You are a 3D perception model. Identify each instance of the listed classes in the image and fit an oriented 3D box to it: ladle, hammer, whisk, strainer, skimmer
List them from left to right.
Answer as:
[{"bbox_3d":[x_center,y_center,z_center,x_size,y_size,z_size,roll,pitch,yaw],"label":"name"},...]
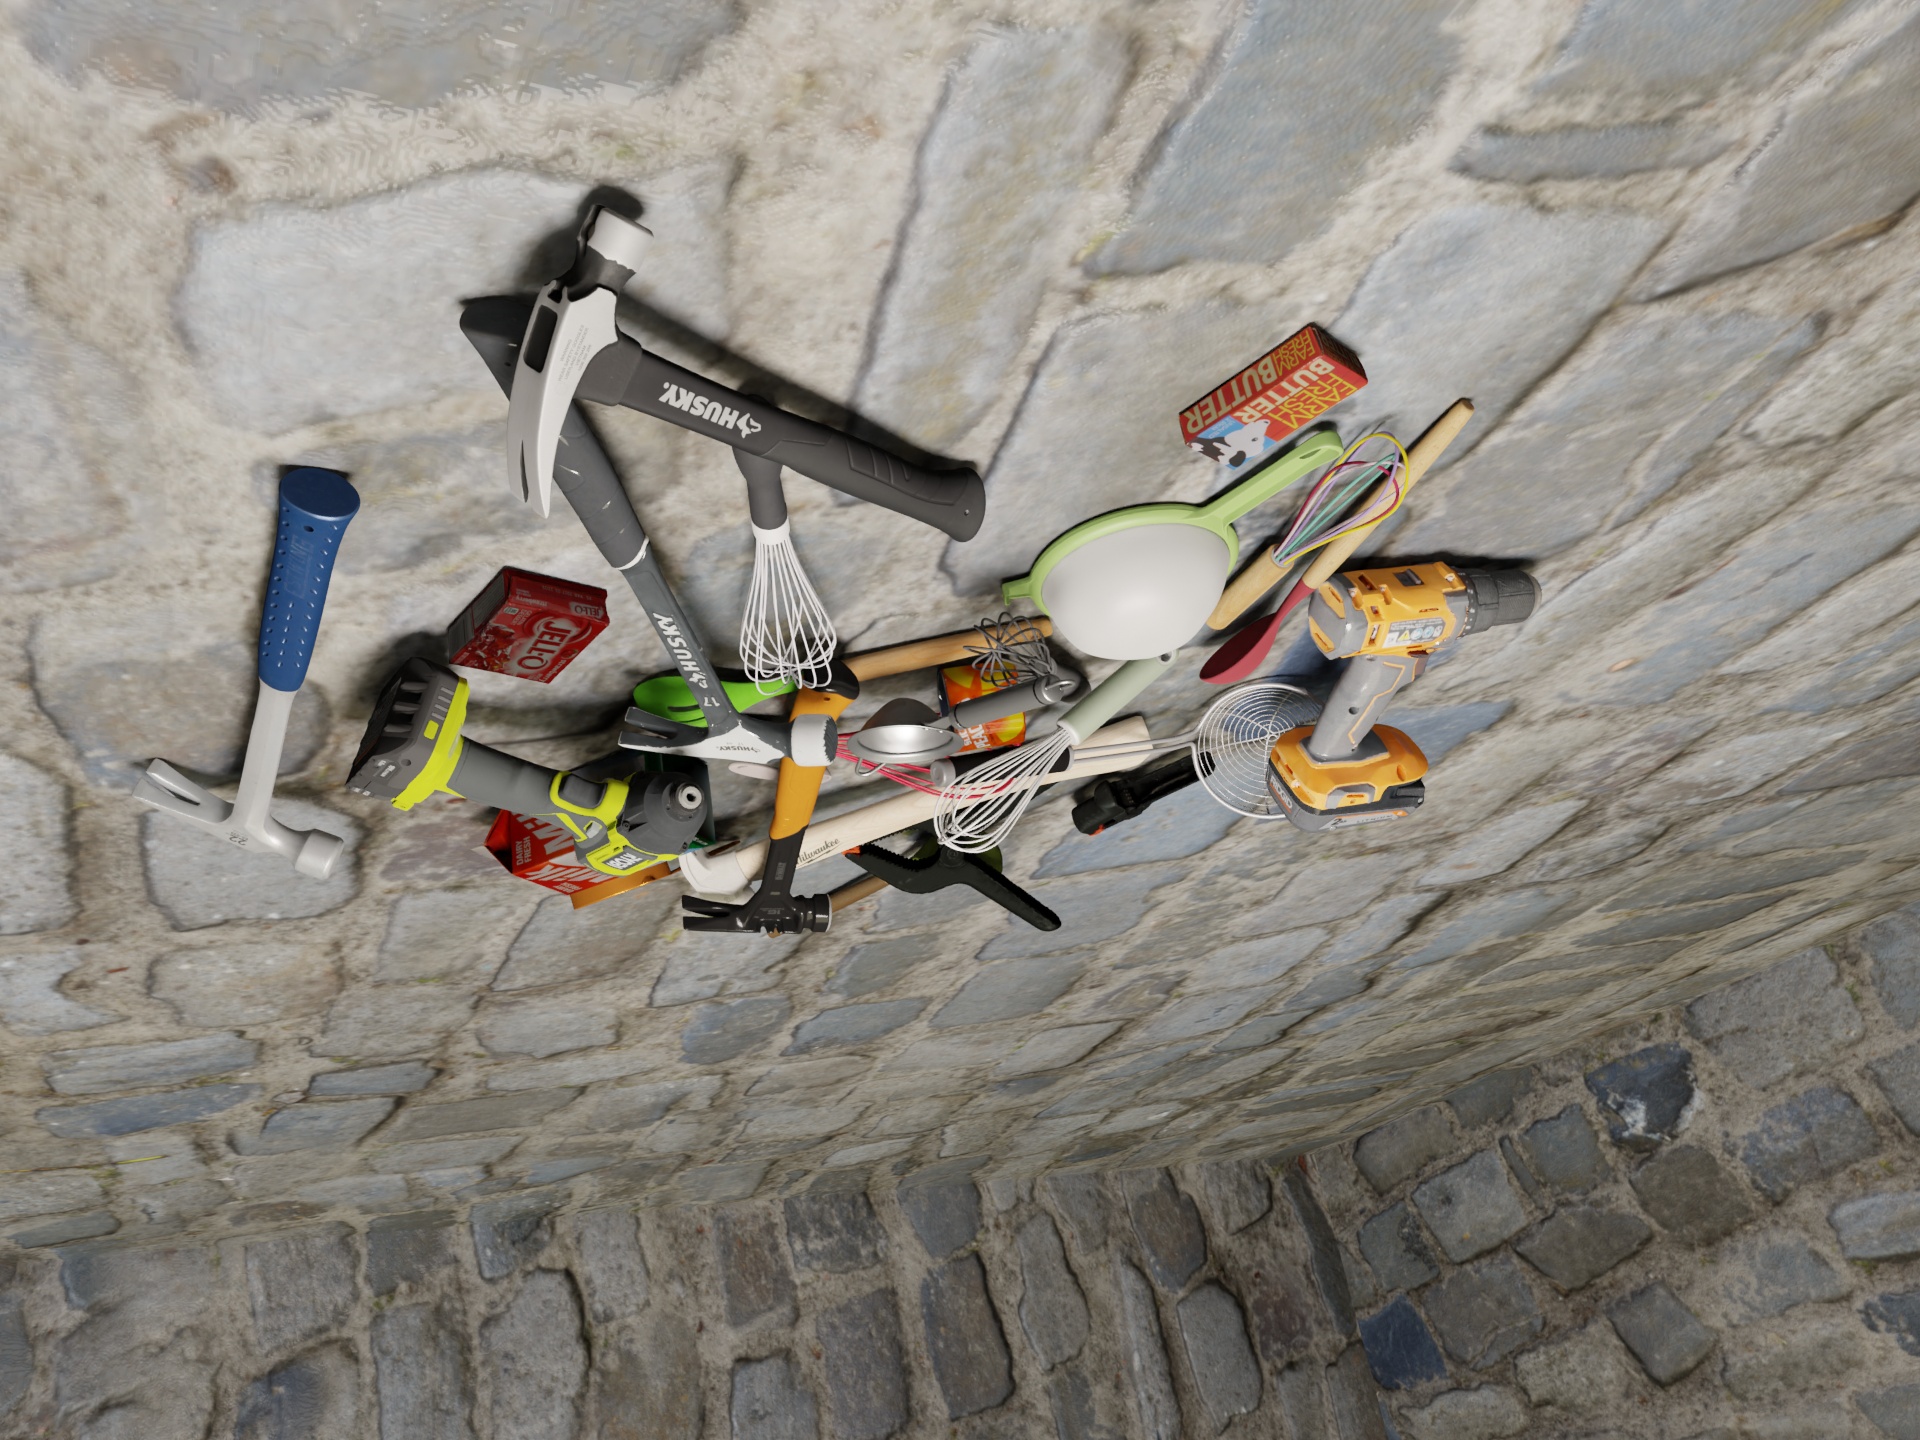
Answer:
[{"bbox_3d":[-0.446,-0.022,1.024,0.144,0.035,0.405,24,139,-14],"label":"hammer"},{"bbox_3d":[-0.194,-0.089,0.947,0.149,0.036,0.408,0,147,13],"label":"hammer"},{"bbox_3d":[-0.115,-0.104,0.997,0.070,0.070,0.284,-8,149,-5],"label":"whisk"},{"bbox_3d":[-0.098,-0.149,0.872,0.334,0.035,0.146,14,107,-51],"label":"hammer"},{"bbox_3d":[-0.139,0.069,1.245,0.127,0.034,0.336,3,141,-15],"label":"hammer"},{"bbox_3d":[-0.085,0.020,1.259,0.295,0.073,0.073,5,151,-16],"label":"whisk"},{"bbox_3d":[-0.085,0.175,1.575,0.320,0.062,0.078,-28,168,38],"label":"ladle"},{"bbox_3d":[-0.038,0.068,1.356,0.410,0.038,0.146,-19,144,3],"label":"hammer"},{"bbox_3d":[-0.002,-0.004,1.112,0.086,0.050,0.258,11,164,-33],"label":"strainer"},{"bbox_3d":[0.057,-0.037,1.172,0.055,0.055,0.238,-18,167,16],"label":"whisk"},{"bbox_3d":[0.075,0.014,1.200,0.246,0.058,0.059,-39,-172,-17],"label":"whisk"},{"bbox_3d":[0.151,0.037,1.286,0.363,0.090,0.127,-6,120,-31],"label":"skimmer"},{"bbox_3d":[0.160,-0.104,1.077,0.151,0.069,0.256,13,148,-39],"label":"strainer"},{"bbox_3d":[0.233,-0.120,1.097,0.051,0.047,0.245,-45,179,-31],"label":"whisk"},{"bbox_3d":[0.262,-0.116,1.128,0.031,0.069,0.315,36,139,0],"label":"ladle"}]

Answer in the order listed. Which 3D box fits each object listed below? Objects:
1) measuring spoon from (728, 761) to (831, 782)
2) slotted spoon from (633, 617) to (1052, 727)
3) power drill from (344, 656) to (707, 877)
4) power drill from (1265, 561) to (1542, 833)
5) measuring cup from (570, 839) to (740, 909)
[{"bbox_3d":[-0.148,0.037,1.291,0.034,0.018,0.124,-20,163,26],"label":"measuring spoon"},{"bbox_3d":[-0.086,-0.037,1.174,0.314,0.031,0.070,-12,151,0],"label":"slotted spoon"},{"bbox_3d":[-0.293,0.040,1.100,0.223,0.080,0.171,23,155,-24],"label":"power drill"},{"bbox_3d":[0.344,-0.026,1.243,0.185,0.084,0.226,-8,132,-18],"label":"power drill"},{"bbox_3d":[-0.269,0.113,1.396,0.173,0.052,0.095,-21,179,-43],"label":"measuring cup"}]
